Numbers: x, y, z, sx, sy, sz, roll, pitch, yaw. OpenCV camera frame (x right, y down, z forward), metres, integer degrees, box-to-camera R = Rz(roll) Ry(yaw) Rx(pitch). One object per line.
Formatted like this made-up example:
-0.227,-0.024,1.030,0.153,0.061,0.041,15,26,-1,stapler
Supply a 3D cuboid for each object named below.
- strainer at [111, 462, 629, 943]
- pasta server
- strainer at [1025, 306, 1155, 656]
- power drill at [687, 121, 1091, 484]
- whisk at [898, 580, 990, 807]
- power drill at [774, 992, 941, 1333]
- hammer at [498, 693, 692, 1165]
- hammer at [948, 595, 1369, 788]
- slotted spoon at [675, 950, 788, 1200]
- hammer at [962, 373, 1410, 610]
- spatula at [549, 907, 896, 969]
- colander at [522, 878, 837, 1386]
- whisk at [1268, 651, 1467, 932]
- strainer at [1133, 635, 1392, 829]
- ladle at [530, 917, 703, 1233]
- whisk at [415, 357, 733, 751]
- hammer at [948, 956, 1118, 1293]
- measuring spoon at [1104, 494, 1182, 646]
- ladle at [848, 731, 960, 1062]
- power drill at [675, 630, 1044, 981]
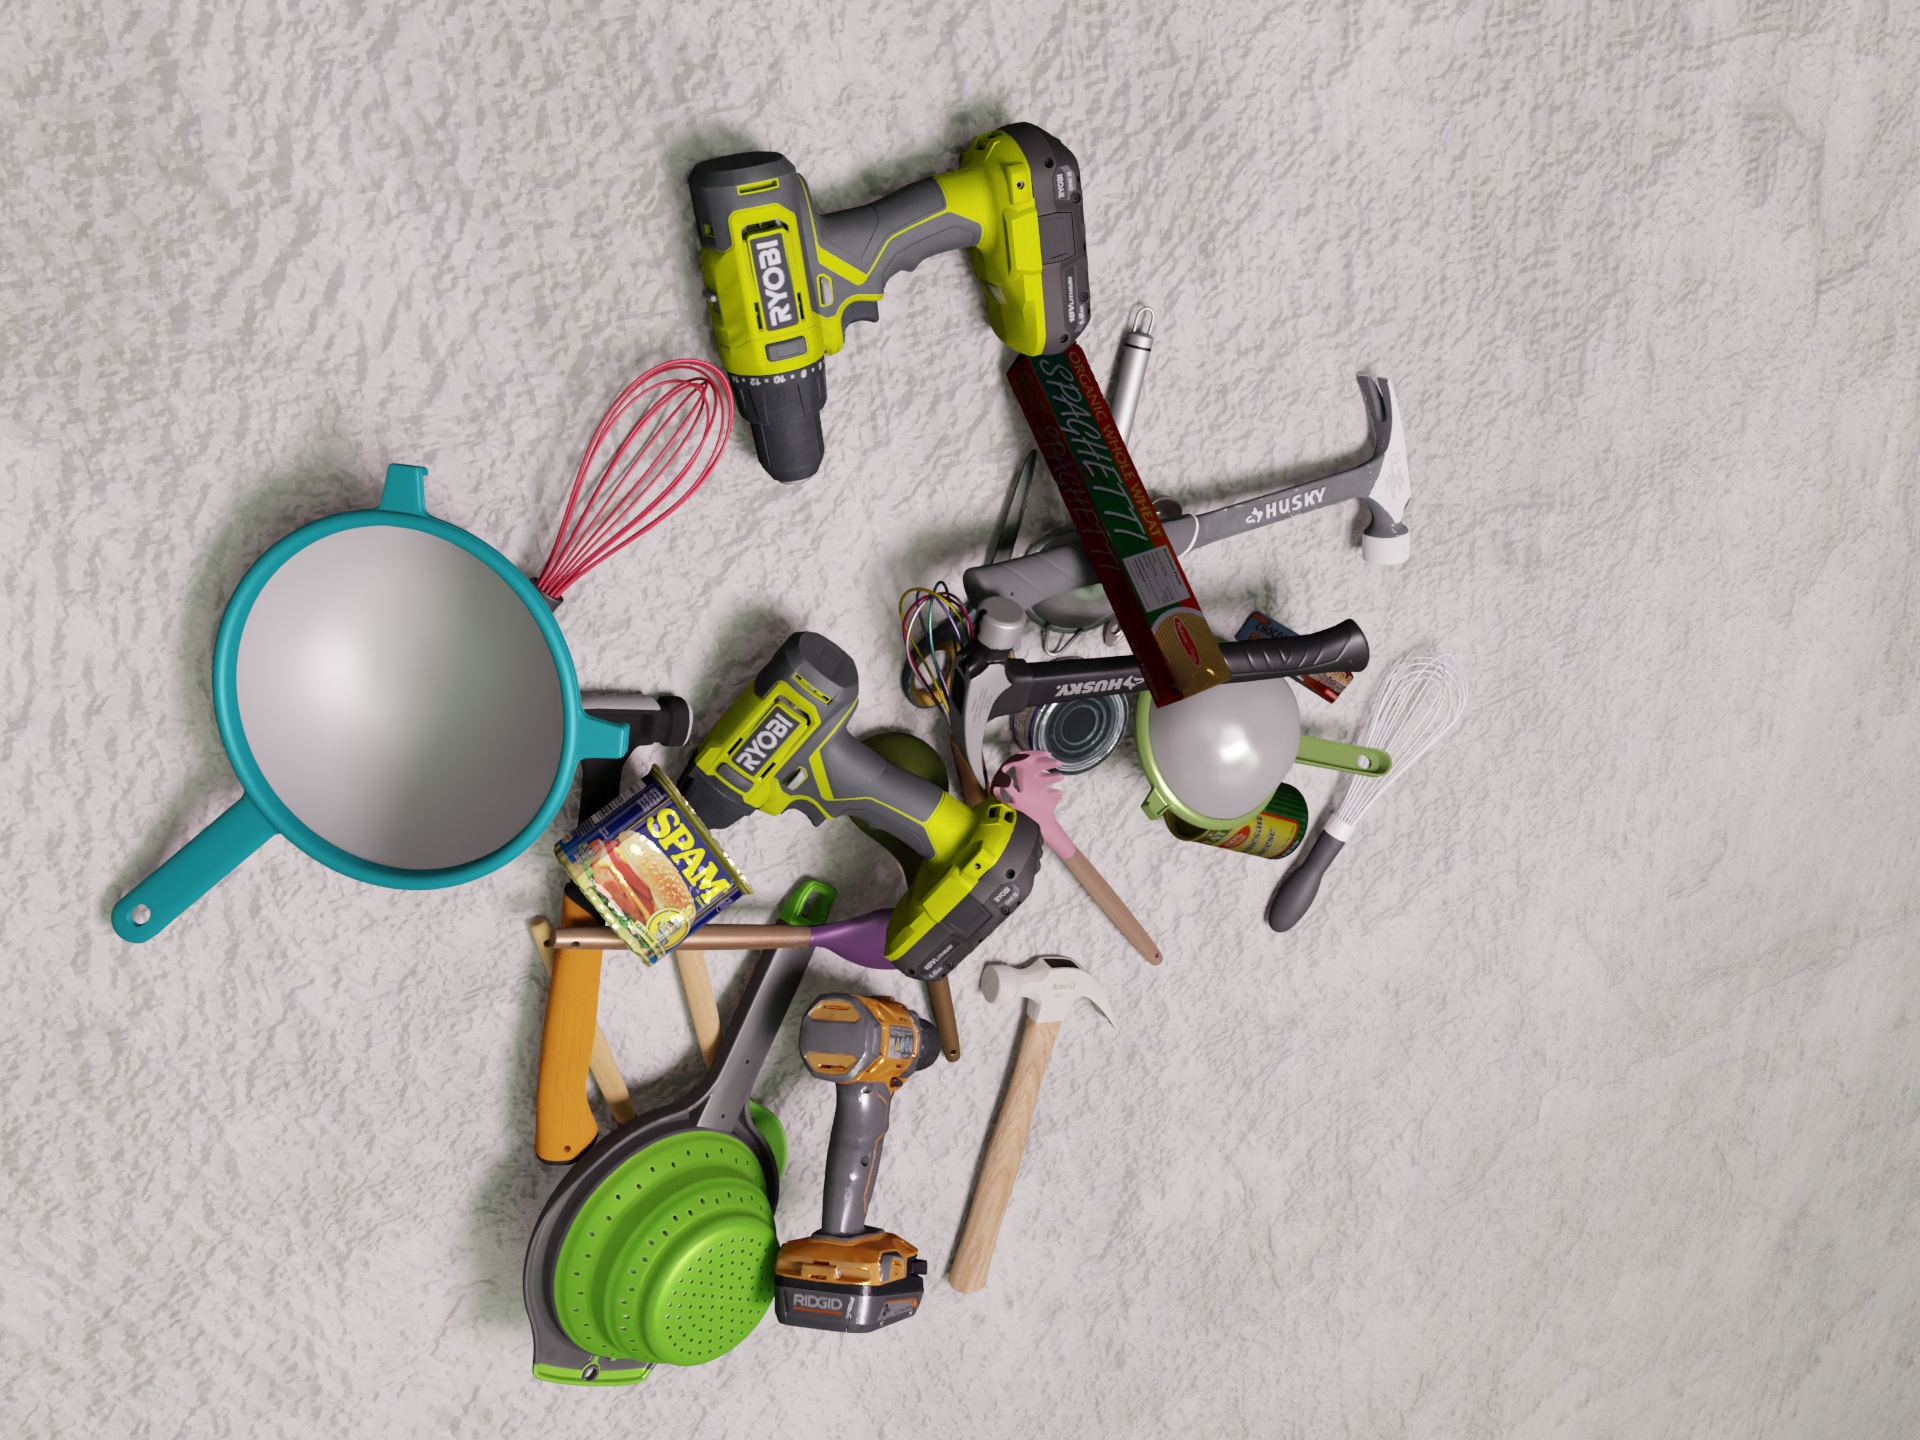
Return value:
-0.350,0.018,0.915,0.340,0.095,0.211,-36,95,16,strainer
0.100,0.118,1.240,0.060,0.040,0.315,-55,136,-16,pasta server
0.099,-0.160,1.115,0.086,0.050,0.258,7,108,-17,strainer
-0.041,-0.256,0.961,0.228,0.080,0.190,-19,121,-17,power drill
-0.003,-0.004,1.117,0.047,0.051,0.244,-5,136,7,whisk
-0.065,0.315,1.162,0.185,0.084,0.226,34,57,-68,power drill
-0.258,0.144,1.049,0.127,0.034,0.336,-1,110,-32,hammer
0.146,-0.032,1.108,0.334,0.035,0.146,-7,135,-25,hammer
-0.181,0.227,1.160,0.070,0.031,0.313,-23,122,-25,slotted spoon
0.175,-0.141,1.129,0.409,0.036,0.149,-19,115,-30,hammer
-0.130,0.151,1.101,0.315,0.018,0.059,5,120,-34,spatula
-0.160,0.307,1.123,0.204,0.095,0.397,27,86,-45,colander
0.341,0.065,1.361,0.070,0.070,0.284,18,109,-35,whisk
0.253,0.014,1.227,0.256,0.069,0.151,10,77,-29,strainer
-0.248,0.264,1.142,0.069,0.031,0.315,-25,122,-16,ladle
-0.234,-0.092,0.948,0.073,0.073,0.296,32,102,-37,whisk
0.045,0.347,1.348,0.130,0.031,0.331,2,114,-30,hammer
0.128,-0.111,1.174,0.034,0.018,0.124,4,119,-32,measuring spoon
-0.030,0.143,1.201,0.078,0.062,0.319,-16,129,-8,ladle
-0.072,0.066,1.059,0.223,0.080,0.171,38,116,-12,power drill
